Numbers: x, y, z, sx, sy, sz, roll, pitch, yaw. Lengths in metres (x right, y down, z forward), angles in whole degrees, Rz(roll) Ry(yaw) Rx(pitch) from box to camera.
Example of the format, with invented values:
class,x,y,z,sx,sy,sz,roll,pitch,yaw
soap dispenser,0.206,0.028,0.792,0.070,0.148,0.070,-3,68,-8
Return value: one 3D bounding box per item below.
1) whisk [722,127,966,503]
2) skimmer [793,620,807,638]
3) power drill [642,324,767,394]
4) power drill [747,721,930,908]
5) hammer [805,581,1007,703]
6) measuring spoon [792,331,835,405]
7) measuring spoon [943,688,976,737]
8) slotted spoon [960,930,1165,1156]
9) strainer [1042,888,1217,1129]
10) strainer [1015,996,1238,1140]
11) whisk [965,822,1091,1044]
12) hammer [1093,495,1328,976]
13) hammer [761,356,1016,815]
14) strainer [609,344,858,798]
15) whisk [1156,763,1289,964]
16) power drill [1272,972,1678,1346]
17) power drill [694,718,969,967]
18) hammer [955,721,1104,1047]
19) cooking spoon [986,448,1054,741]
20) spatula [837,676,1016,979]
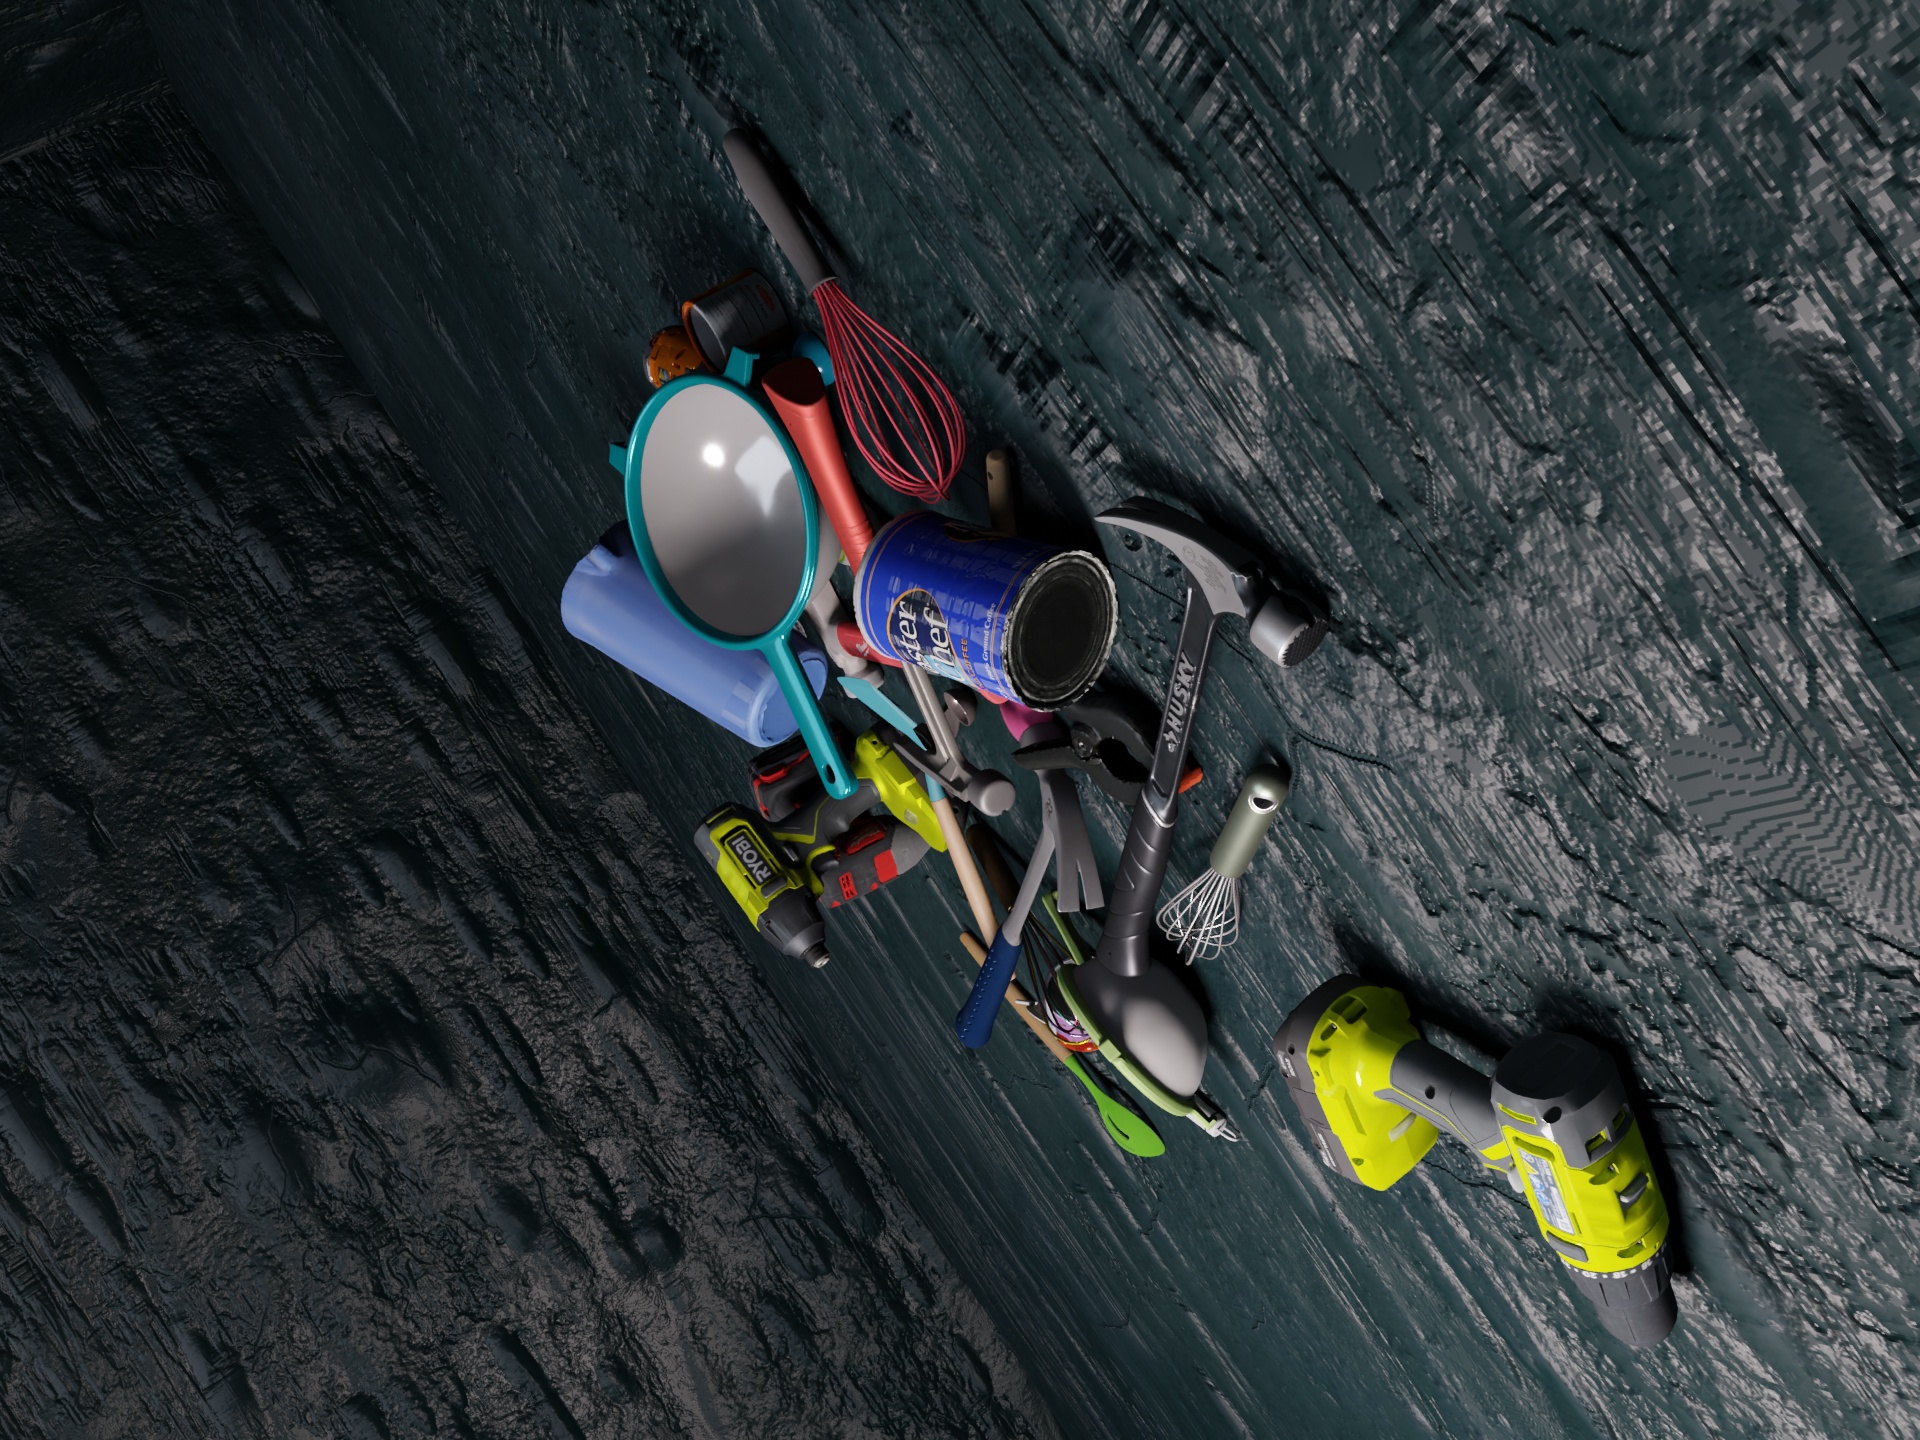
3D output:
class,x,y,z,sx,sy,sz,roll,pitch,yaw
whisk,-0.080,-0.270,1.048,0.296,0.073,0.073,60,162,8
skimmer,-0.225,-0.151,1.538,0.127,0.090,0.362,38,154,44
power drill,-0.198,-0.210,1.354,0.164,0.084,0.226,34,137,49
power drill,-0.119,0.095,1.620,0.220,0.143,0.078,44,154,51
hammer,-0.051,-0.072,1.293,0.143,0.038,0.386,64,163,-16
measuring spoon,-0.114,-0.244,1.220,0.042,0.021,0.128,49,159,23
measuring spoon,-0.002,-0.004,1.355,0.034,0.018,0.124,53,168,6
slotted spoon,0.095,0.328,1.629,0.314,0.031,0.070,47,159,31
strainer,0.134,0.204,1.292,0.151,0.069,0.257,40,-168,-35
strainer,0.150,0.299,1.425,0.259,0.050,0.086,33,-169,38
whisk,0.057,0.183,1.393,0.047,0.051,0.245,-58,43,29
hammer,0.122,0.037,0.987,0.149,0.036,0.408,46,150,30
hammer,-0.060,-0.093,1.135,0.149,0.037,0.358,35,154,53
strainer,-0.132,-0.108,1.227,0.211,0.095,0.340,-24,90,44
whisk,0.173,0.095,1.035,0.058,0.059,0.246,16,148,4
power drill,0.300,0.247,0.915,0.229,0.080,0.190,14,134,60
power drill,-0.108,0.110,1.467,0.171,0.223,0.080,50,161,19
hammer,0.045,0.174,1.304,0.405,0.035,0.144,105,156,-54
cooking spoon,0.037,-0.073,1.131,0.069,0.017,0.318,44,158,31
spatula,-0.020,0.097,1.412,0.082,0.044,0.317,8,123,65
